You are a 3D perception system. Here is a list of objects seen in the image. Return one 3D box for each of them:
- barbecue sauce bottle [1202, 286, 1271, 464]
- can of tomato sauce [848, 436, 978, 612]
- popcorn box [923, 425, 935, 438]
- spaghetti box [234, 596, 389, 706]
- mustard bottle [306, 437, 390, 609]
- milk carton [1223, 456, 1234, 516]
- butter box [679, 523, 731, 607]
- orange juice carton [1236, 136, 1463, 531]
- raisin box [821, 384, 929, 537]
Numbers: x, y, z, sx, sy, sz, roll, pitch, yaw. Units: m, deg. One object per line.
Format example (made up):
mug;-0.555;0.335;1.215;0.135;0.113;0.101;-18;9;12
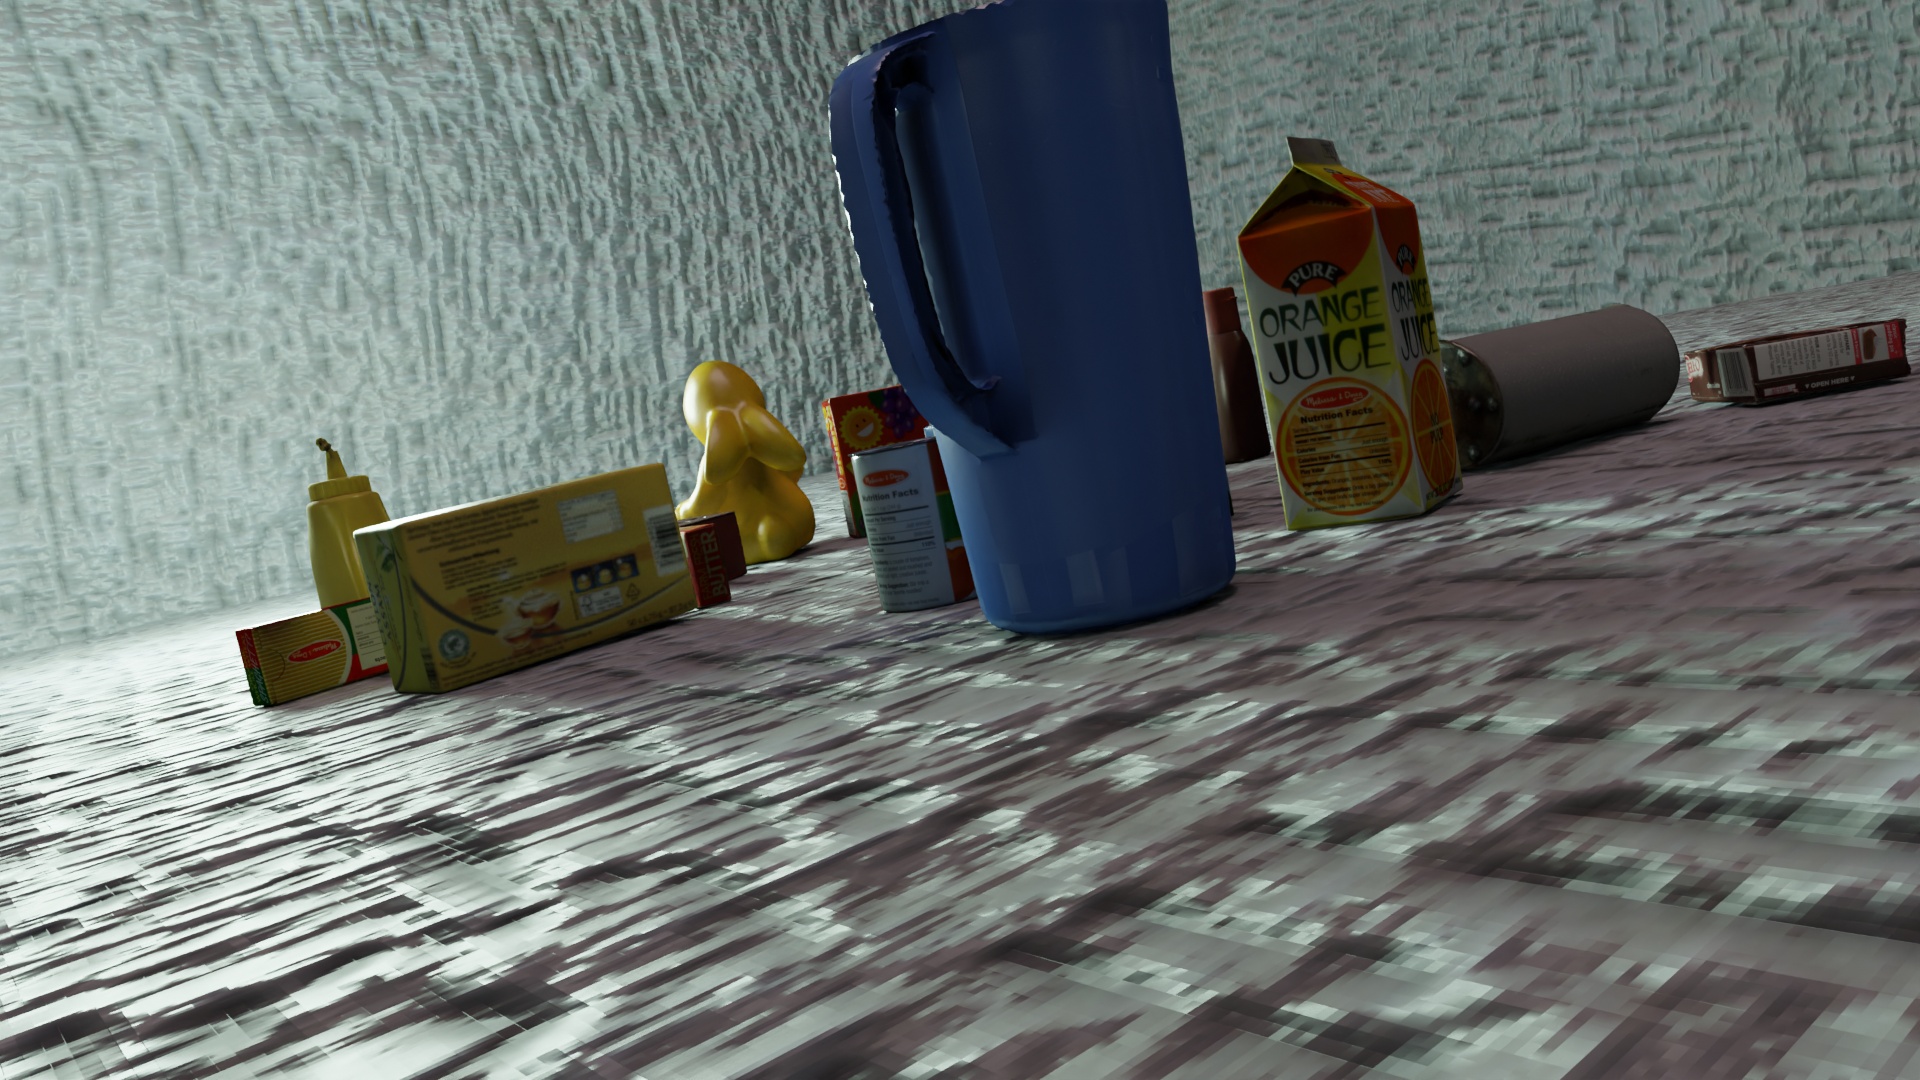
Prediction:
barbecue sauce bottle;0.232;-0.143;1.200;0.043;0.148;0.065;-8;6;37
can of tomato sauce;-0.015;-0.011;0.717;0.071;0.083;0.071;-11;5;1
popcorn box;0.036;-0.060;1.096;0.127;0.085;0.038;-16;7;-42
spaghetti box;-0.352;0.052;0.931;0.028;0.050;0.251;-8;7;37
mustard bottle;-0.417;0.006;0.959;0.065;0.160;0.049;-8;6;35
milk carton;0.095;-0.098;0.813;0.072;0.190;0.073;-15;6;-35
butter box;-0.191;0.018;0.934;0.024;0.053;0.103;-15;7;-35
orange juice carton;0.194;-0.108;0.701;0.073;0.192;0.072;-8;6;35
raisin box;-0.066;-0.071;1.214;0.086;0.123;0.040;-13;5;-13
